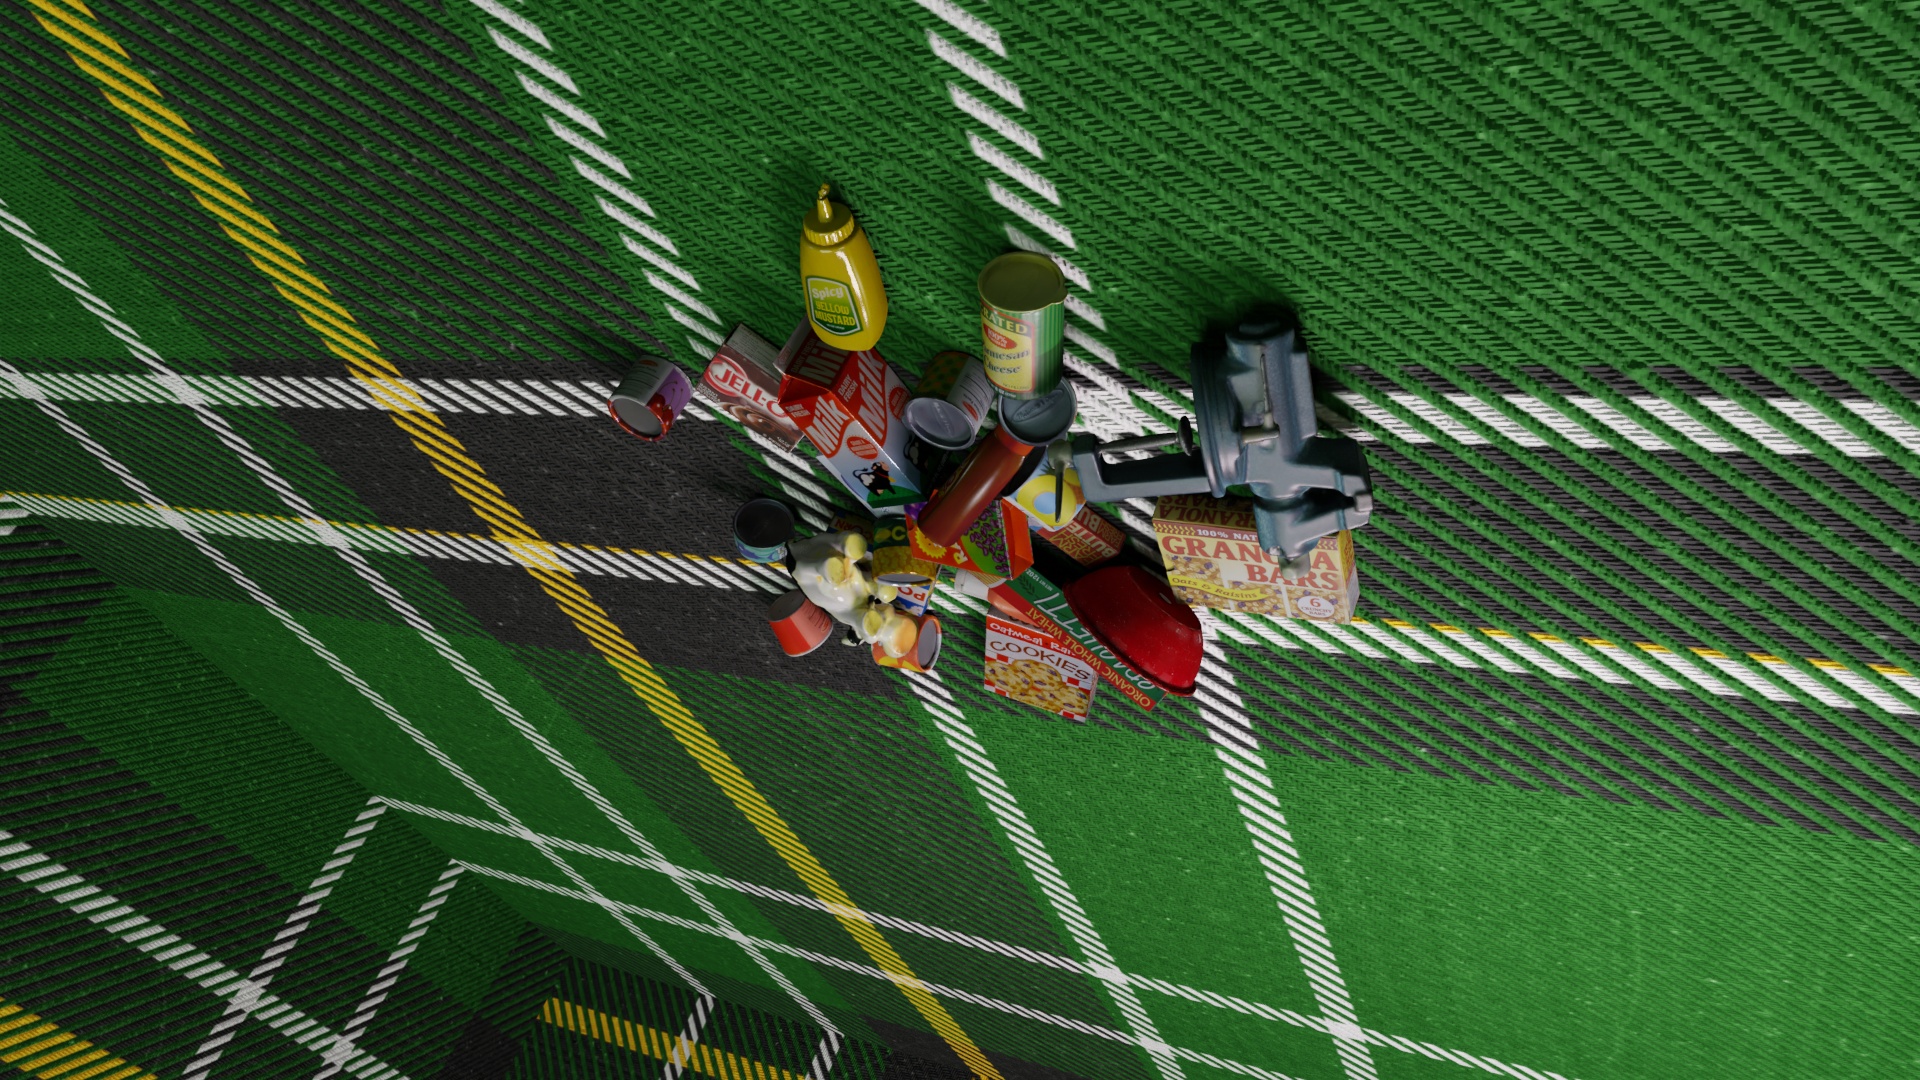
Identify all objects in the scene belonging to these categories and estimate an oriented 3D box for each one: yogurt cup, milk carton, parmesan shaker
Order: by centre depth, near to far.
[{"bbox_3d":[0.051,-0.166,1.094,0.071,0.072,0.102,16,146,15],"label":"parmesan shaker"},{"bbox_3d":[-0.095,-0.118,1.258,0.073,0.073,0.190,-7,135,41],"label":"milk carton"},{"bbox_3d":[-0.192,0.095,1.638,0.072,0.073,0.053,-5,129,39],"label":"yogurt cup"}]

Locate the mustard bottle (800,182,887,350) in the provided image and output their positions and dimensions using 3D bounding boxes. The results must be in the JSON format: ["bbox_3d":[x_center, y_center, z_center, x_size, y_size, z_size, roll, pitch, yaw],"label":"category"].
[{"bbox_3d":[-0.101,-0.225,1.131,0.065,0.049,0.159,12,145,17],"label":"mustard bottle"}]

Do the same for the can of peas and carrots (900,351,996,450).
[{"bbox_3d":[-0.010,-0.121,1.208,0.071,0.059,0.070,18,147,12],"label":"can of peas and carrots"}]

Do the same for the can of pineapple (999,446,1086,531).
[{"bbox_3d":[0.079,-0.051,1.243,0.058,0.071,0.070,36,146,-17],"label":"can of pineapple"}]

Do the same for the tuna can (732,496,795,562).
[{"bbox_3d":[-0.209,-0.010,1.494,0.071,0.071,0.032,20,148,9],"label":"tuna can"}]

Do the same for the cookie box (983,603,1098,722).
[{"bbox_3d":[0.090,0.126,1.514,0.123,0.040,0.166,18,148,12],"label":"cookie box"}]

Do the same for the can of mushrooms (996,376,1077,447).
[{"bbox_3d":[0.066,-0.110,1.162,0.071,0.071,0.033,23,-171,4],"label":"can of mushrooms"}]

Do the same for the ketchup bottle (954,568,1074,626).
[{"bbox_3d":[0.068,0.056,1.422,0.149,0.044,0.064,17,138,13],"label":"ketchup bottle"}]

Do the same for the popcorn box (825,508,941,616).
[{"bbox_3d":[-0.086,0.024,1.486,0.127,0.038,0.084,23,148,3],"label":"popcorn box"}]

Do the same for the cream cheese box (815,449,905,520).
[{"bbox_3d":[-0.090,-0.063,1.378,0.053,0.024,0.103,-13,131,43],"label":"cream cheese box"}]

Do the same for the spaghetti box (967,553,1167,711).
[{"bbox_3d":[0.106,0.073,1.370,0.250,0.029,0.050,38,118,4],"label":"spaghetti box"}]

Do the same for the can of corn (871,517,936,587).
[{"bbox_3d":[-0.055,0.012,1.407,0.071,0.058,0.071,1,165,0],"label":"can of corn"}]

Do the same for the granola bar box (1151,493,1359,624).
[{"bbox_3d":[0.263,0.016,1.238,0.165,0.039,0.123,6,143,27],"label":"granola bar box"}]

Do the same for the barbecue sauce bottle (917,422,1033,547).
[{"bbox_3d":[0.022,-0.061,1.228,0.043,0.065,0.148,39,114,-4],"label":"barbecue sauce bottle"}]

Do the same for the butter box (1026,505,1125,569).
[{"bbox_3d":[0.101,-0.016,1.317,0.103,0.024,0.053,34,147,-14],"label":"butter box"}]

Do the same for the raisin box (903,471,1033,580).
[{"bbox_3d":[0.005,-0.017,1.323,0.123,0.040,0.085,12,124,37],"label":"raisin box"}]

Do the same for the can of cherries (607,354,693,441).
[{"bbox_3d":[-0.308,-0.139,1.383,0.071,0.059,0.071,17,146,12],"label":"can of cherries"}]

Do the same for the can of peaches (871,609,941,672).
[{"bbox_3d":[-0.061,0.112,1.568,0.058,0.071,0.071,8,144,24],"label":"can of peaches"}]
